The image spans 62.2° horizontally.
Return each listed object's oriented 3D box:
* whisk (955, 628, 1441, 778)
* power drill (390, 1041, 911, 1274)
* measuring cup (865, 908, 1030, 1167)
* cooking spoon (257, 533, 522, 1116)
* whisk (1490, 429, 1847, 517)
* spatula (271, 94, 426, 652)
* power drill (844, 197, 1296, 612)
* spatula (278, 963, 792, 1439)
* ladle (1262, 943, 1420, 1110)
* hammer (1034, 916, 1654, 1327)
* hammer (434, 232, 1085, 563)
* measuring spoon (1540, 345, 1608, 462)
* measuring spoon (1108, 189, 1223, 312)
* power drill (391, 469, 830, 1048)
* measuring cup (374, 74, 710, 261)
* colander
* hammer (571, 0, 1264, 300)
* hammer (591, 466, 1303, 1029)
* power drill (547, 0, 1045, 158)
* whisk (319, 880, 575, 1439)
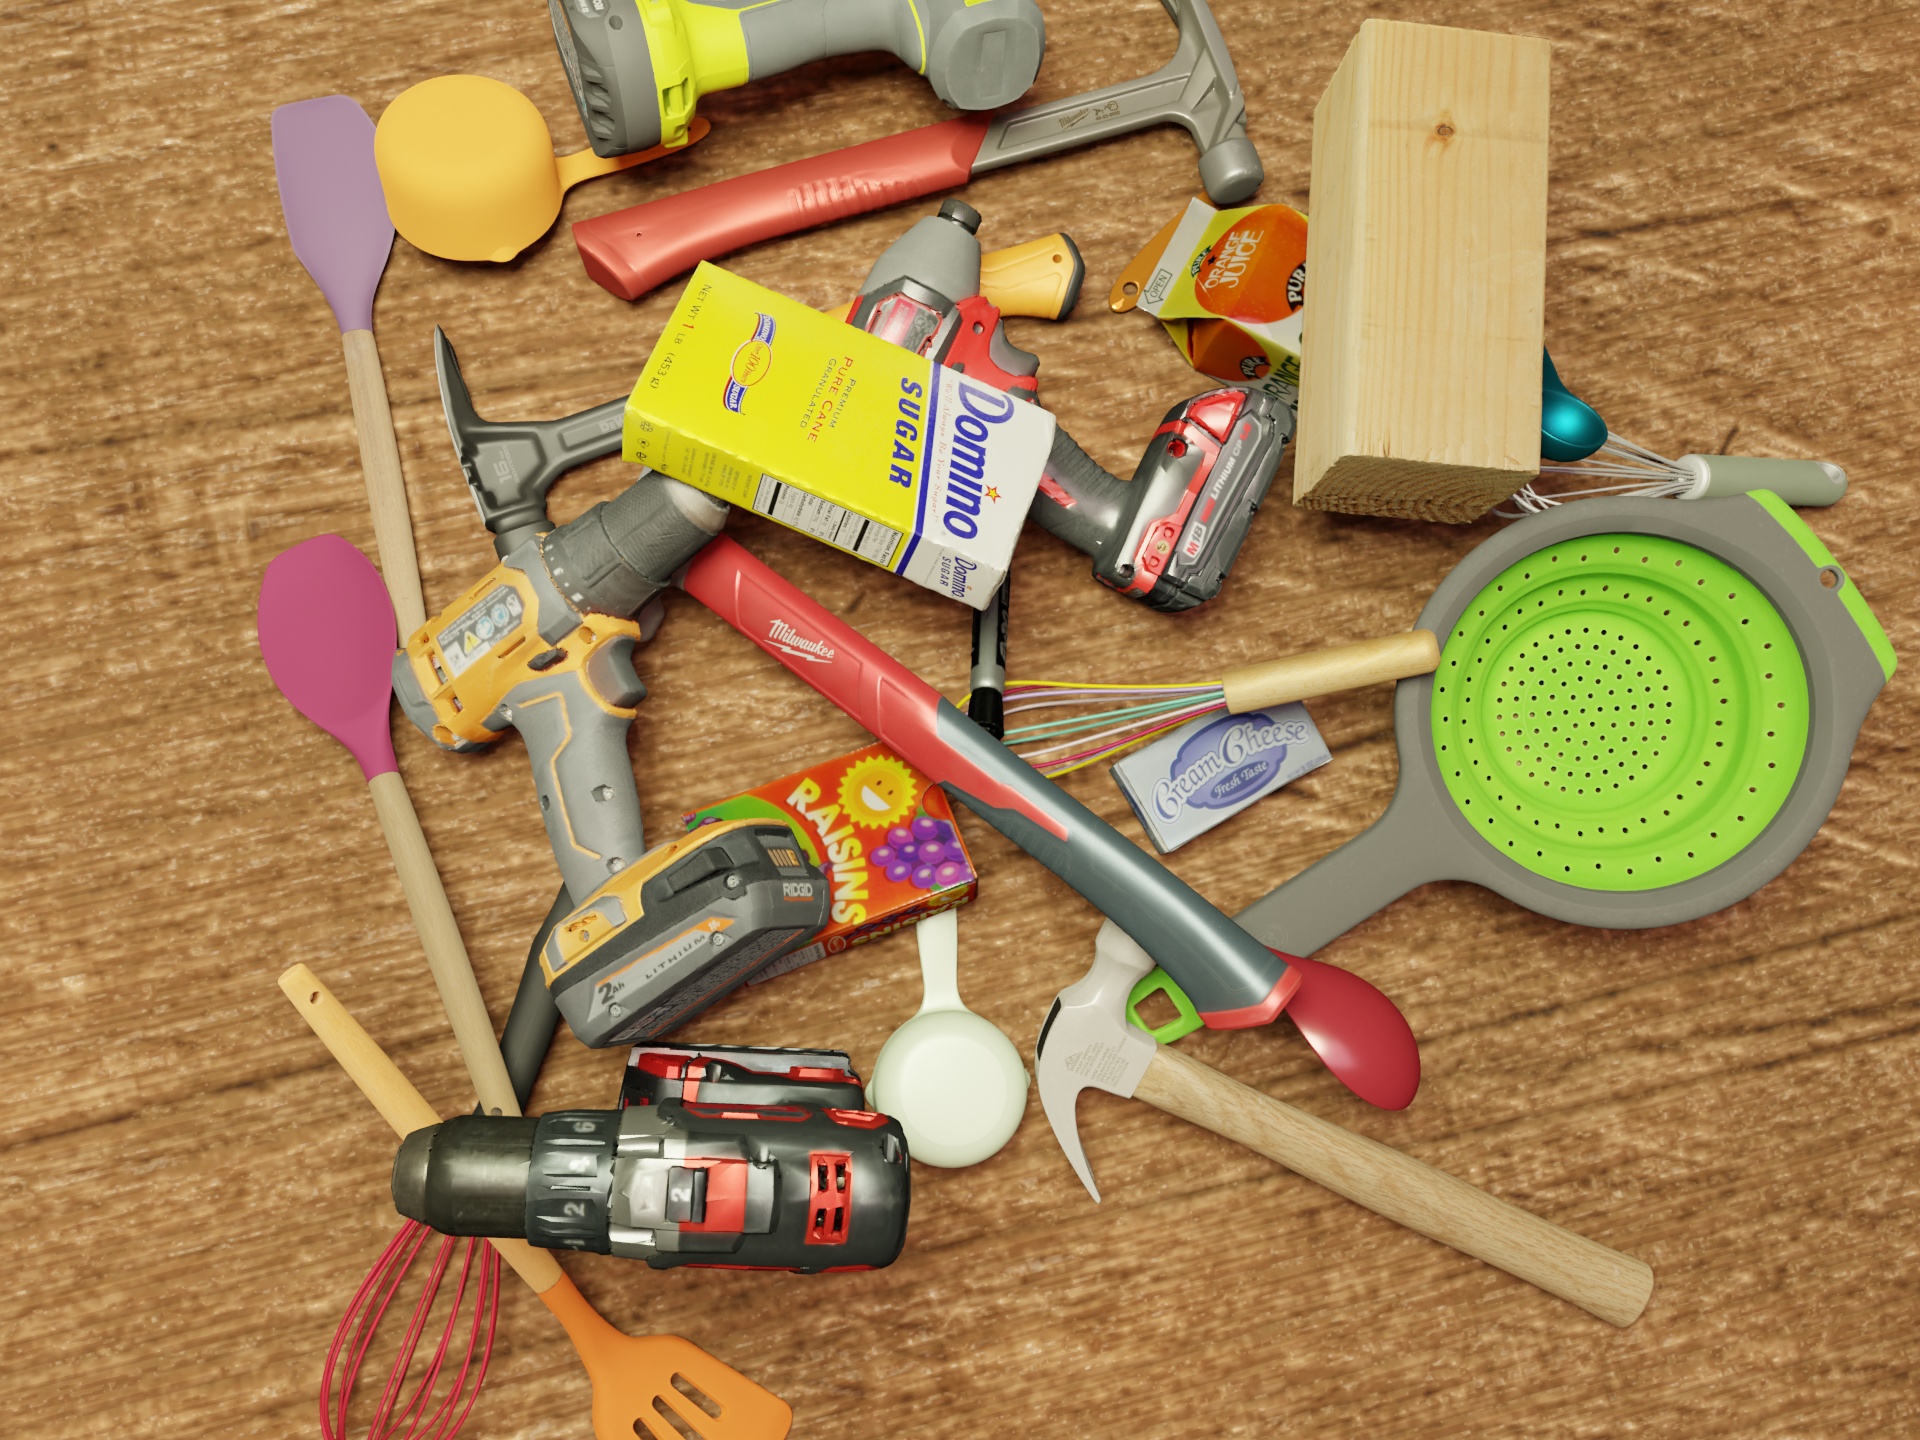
[{"bbox_3d":[0.107,-0.012,0.774,0.245,0.051,0.047,-12,70,15],"label":"whisk"},{"bbox_3d":[-0.120,0.182,0.668,0.188,0.226,0.080,3,82,-5],"label":"power drill"},{"bbox_3d":[-0.008,0.135,0.780,0.083,0.038,0.168,-4,83,-5],"label":"measuring cup"},{"bbox_3d":[-0.266,0.051,0.756,0.069,0.017,0.319,-25,74,-1],"label":"cooking spoon"},{"bbox_3d":[0.368,-0.124,0.818,0.246,0.059,0.058,-2,53,-25],"label":"whisk"},{"bbox_3d":[-0.300,-0.172,0.808,0.060,0.018,0.316,-12,82,-5],"label":"spatula"},{"bbox_3d":[0.043,-0.154,0.787,0.219,0.078,0.143,25,89,-7],"label":"power drill"},{"bbox_3d":[-0.192,0.233,0.705,0.081,0.041,0.322,-45,113,-34],"label":"spatula"},{"bbox_3d":[0.087,0.077,0.752,0.315,0.069,0.031,34,123,8],"label":"ladle"},{"bbox_3d":[0.188,0.218,0.777,0.331,0.031,0.130,26,101,-6],"label":"hammer"},{"bbox_3d":[-0.096,-0.191,0.821,0.337,0.034,0.127,-21,85,-8],"label":"hammer"},{"bbox_3d":[0.272,-0.165,0.766,0.042,0.021,0.129,6,47,-13],"label":"measuring spoon"},{"bbox_3d":[0.120,-0.264,0.861,0.021,0.011,0.117,41,81,2],"label":"measuring spoon"},{"bbox_3d":[-0.144,0.008,0.719,0.185,0.084,0.226,-35,72,16],"label":"power drill"},{"bbox_3d":[-0.210,-0.296,0.808,0.173,0.052,0.095,-23,66,-15],"label":"measuring cup"},{"bbox_3d":[0.251,0.042,0.801,0.397,0.094,0.204,-35,85,9],"label":"colander"},{"bbox_3d":[-0.028,-0.301,0.838,0.359,0.036,0.149,-17,78,-6],"label":"hammer"},{"bbox_3d":[-0.001,-0.002,0.729,0.386,0.038,0.143,37,111,14],"label":"hammer"},{"bbox_3d":[-0.090,-0.374,0.803,0.228,0.080,0.191,-15,59,-12],"label":"power drill"},{"bbox_3d":[-0.224,0.208,0.742,0.073,0.073,0.296,18,76,-2],"label":"whisk"}]
